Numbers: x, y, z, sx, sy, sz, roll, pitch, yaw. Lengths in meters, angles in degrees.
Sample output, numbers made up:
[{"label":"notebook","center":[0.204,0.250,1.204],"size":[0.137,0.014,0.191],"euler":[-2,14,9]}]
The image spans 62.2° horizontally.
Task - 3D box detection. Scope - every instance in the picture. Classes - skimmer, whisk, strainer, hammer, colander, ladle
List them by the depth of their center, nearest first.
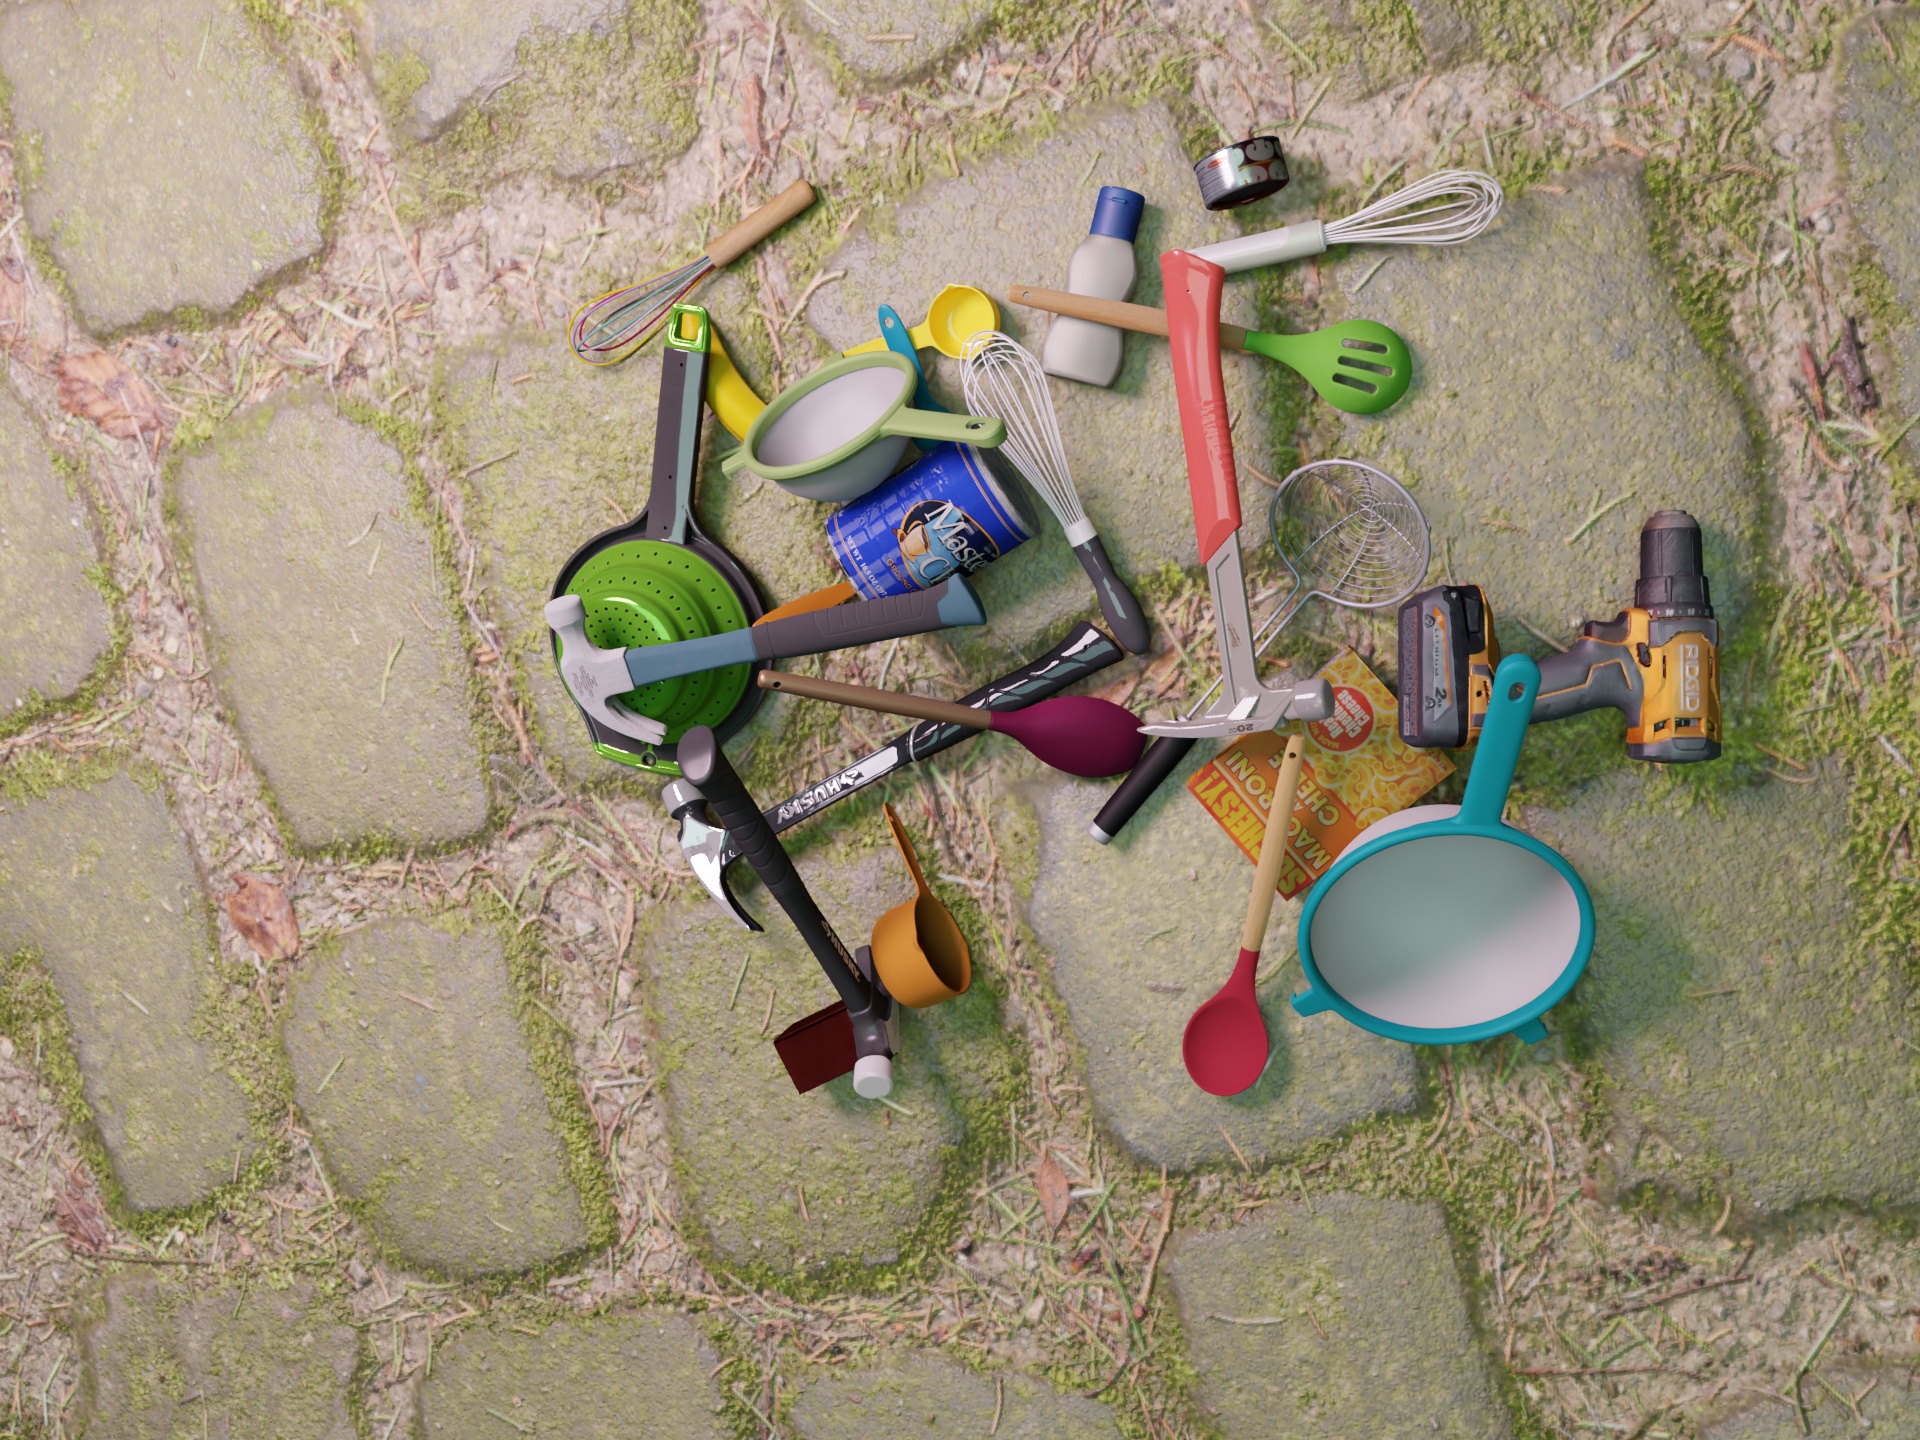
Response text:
[{"label":"strainer","center":[0.363,0.084,1.165],"size":[0.211,0.095,0.340],"euler":[6,122,4]},{"label":"hammer","center":[0.181,-0.167,1.188],"size":[0.149,0.036,0.359],"euler":[-7,94,29]},{"label":"whisk","center":[0.280,-0.367,1.197],"size":[0.246,0.059,0.058],"euler":[-8,56,18]},{"label":"strainer","center":[-0.052,-0.208,1.207],"size":[0.256,0.069,0.151],"euler":[15,57,43]},{"label":"skimmer","center":[0.213,-0.040,1.225],"size":[0.127,0.090,0.363],"euler":[40,103,5]},{"label":"hammer","center":[-0.145,-0.063,1.229],"size":[0.331,0.033,0.128],"euler":[-11,114,6]},{"label":"hammer","center":[-0.127,0.135,1.231],"size":[0.035,0.146,0.334],"euler":[-19,124,13]},{"label":"ladle","center":[0.231,0.155,1.243],"size":[0.069,0.031,0.315],"euler":[16,114,18]},{"label":"whisk","center":[0.079,-0.176,1.253],"size":[0.070,0.070,0.284],"euler":[-26,98,14]},{"label":"colander","center":[-0.253,-0.136,1.295],"size":[0.204,0.094,0.397],"euler":[12,106,10]},{"label":"hammer","center":[-0.051,0.032,1.310],"size":[0.409,0.036,0.149],"euler":[-28,72,11]},{"label":"whisk","center":[-0.225,-0.372,1.313],"size":[0.245,0.051,0.047],"euler":[-32,83,11]}]

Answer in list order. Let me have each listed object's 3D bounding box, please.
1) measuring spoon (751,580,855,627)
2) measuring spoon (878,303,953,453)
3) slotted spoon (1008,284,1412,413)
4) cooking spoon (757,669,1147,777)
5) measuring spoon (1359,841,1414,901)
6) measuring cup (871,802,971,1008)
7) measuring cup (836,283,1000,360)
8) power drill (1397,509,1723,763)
[{"label":"measuring spoon","center":[-0.120,-0.096,1.312],"size":[0.117,0.011,0.021],"euler":[-26,97,-10]},{"label":"measuring spoon","center":[-0.040,-0.271,1.275],"size":[0.042,0.021,0.128],"euler":[-15,108,29]},{"label":"slotted spoon","center":[0.190,-0.293,1.208],"size":[0.314,0.031,0.070],"euler":[12,100,3]},{"label":"cooking spoon","center":[-0.002,-0.004,1.248],"size":[0.318,0.017,0.068],"euler":[10,111,-15]},{"label":"measuring spoon","center":[0.314,0.134,1.259],"size":[0.034,0.018,0.124],"euler":[39,104,6]},{"label":"measuring cup","center":[-0.050,0.156,1.322],"size":[0.052,0.095,0.174],"euler":[-29,71,19]},{"label":"measuring cup","center":[-0.039,-0.307,1.291],"size":[0.156,0.029,0.062],"euler":[-14,99,26]},{"label":"power drill","center":[0.443,-0.061,1.166],"size":[0.226,0.084,0.185],"euler":[0,89,1]}]
